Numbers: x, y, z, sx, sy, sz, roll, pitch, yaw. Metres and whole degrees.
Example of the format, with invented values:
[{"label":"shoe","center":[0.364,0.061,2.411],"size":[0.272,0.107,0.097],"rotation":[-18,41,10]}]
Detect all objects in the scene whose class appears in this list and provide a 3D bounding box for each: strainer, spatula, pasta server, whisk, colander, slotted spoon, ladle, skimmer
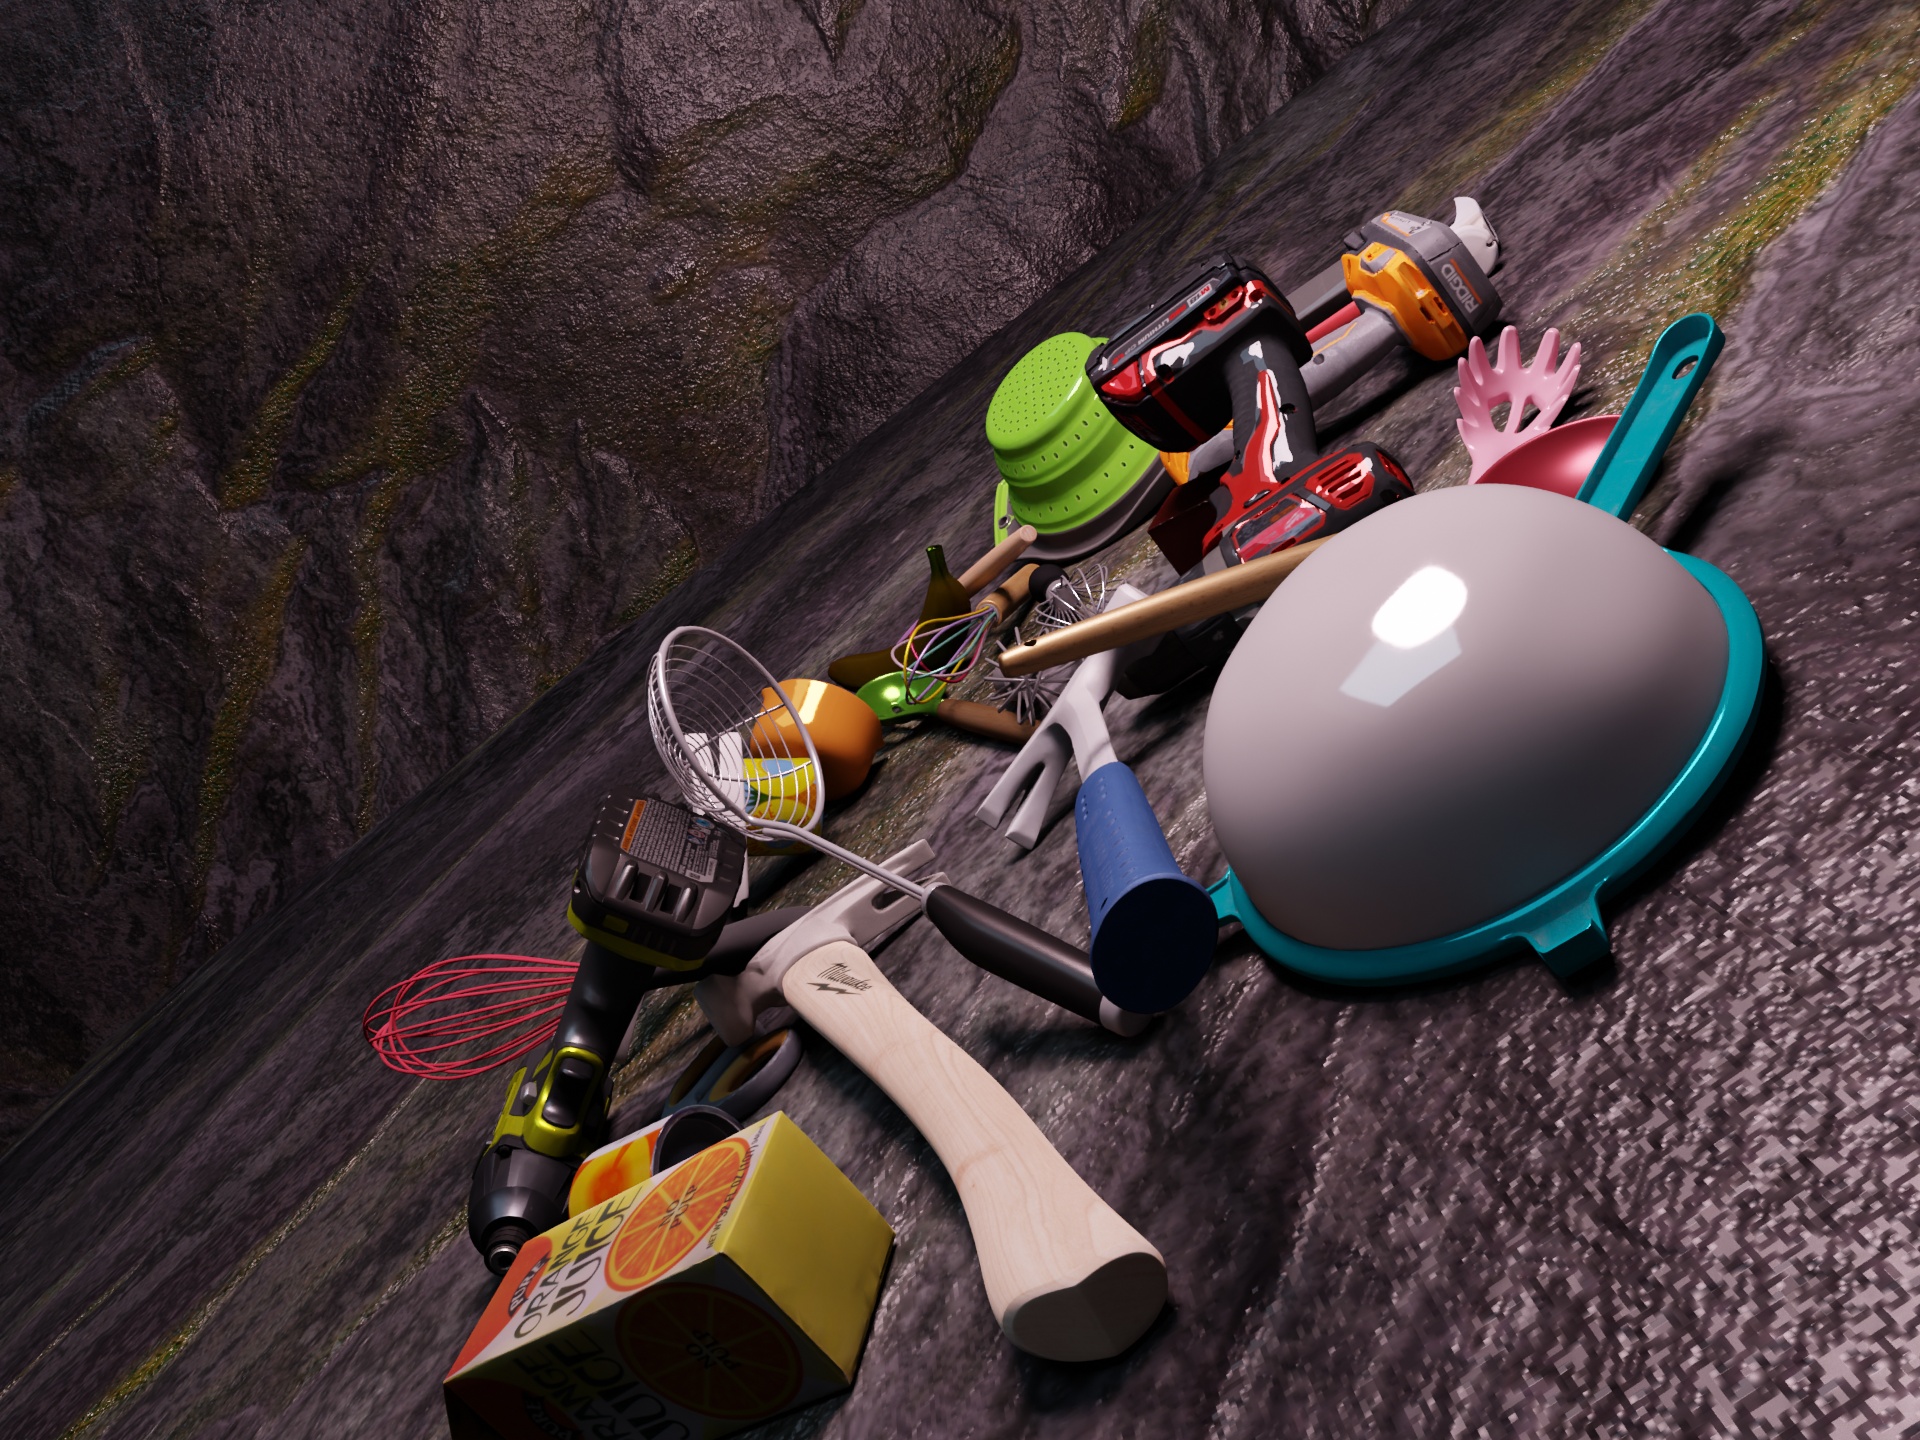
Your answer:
[{"label":"strainer","center":[0.197,-0.063,0.593],"size":[0.340,0.095,0.211],"rotation":[-54,23,-22]},{"label":"spatula","center":[-0.002,-0.098,1.235],"size":[0.060,0.018,0.316],"rotation":[-43,4,-21]},{"label":"pasta server","center":[0.240,-0.096,0.753],"size":[0.060,0.040,0.316],"rotation":[10,44,25]},{"label":"whisk","center":[-0.214,0.155,0.929],"size":[0.296,0.073,0.073],"rotation":[-15,20,8]},{"label":"colander","center":[0.147,-0.270,1.203],"size":[0.397,0.094,0.205],"rotation":[-32,39,31]},{"label":"whisk","center":[0.013,-0.072,1.131],"size":[0.051,0.047,0.245],"rotation":[-29,8,31]},{"label":"slotted spoon","center":[-0.002,-0.003,1.059],"size":[0.070,0.031,0.314],"rotation":[-26,14,-17]},{"label":"whisk","center":[0.035,-0.027,0.946],"size":[0.055,0.055,0.239],"rotation":[-39,2,-1]},{"label":"ladle","center":[0.164,-0.074,0.703],"size":[0.315,0.031,0.069],"rotation":[-19,26,-9]},{"label":"skimmer","center":[-0.033,0.040,0.742],"size":[0.364,0.127,0.090],"rotation":[21,78,47]},{"label":"whisk","center":[0.074,-0.079,1.057],"size":[0.070,0.070,0.285],"rotation":[-38,11,4]}]

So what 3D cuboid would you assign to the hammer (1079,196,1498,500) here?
[{"label":"hammer","center":[0.238,-0.276,1.249],"size":[0.386,0.038,0.143],"rotation":[-31,17,27]}]

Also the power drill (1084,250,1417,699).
[{"label":"power drill","center":[0.139,-0.131,0.884],"size":[0.188,0.080,0.227],"rotation":[-35,46,24]}]

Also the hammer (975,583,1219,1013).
[{"label":"hammer","center":[0.056,0.031,0.646],"size":[0.144,0.035,0.405],"rotation":[-58,5,10]}]

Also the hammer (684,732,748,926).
[{"label":"hammer","center":[-0.189,0.087,1.109],"size":[0.035,0.146,0.335],"rotation":[-1,-2,-17]}]

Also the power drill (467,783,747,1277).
[{"label":"power drill","center":[-0.188,0.160,0.817],"size":[0.171,0.080,0.223],"rotation":[-107,40,-74]}]

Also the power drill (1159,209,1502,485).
[{"label":"power drill","center":[0.230,-0.237,1.068],"size":[0.226,0.084,0.164],"rotation":[-40,21,11]}]

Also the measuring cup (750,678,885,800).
[{"label":"measuring cup","center":[-0.119,0.038,1.148],"size":[0.173,0.095,0.052],"rotation":[-53,16,52]}]

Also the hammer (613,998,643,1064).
[{"label":"hammer","center":[-0.240,0.144,1.125],"size":[0.337,0.034,0.127],"rotation":[-177,105,-76]}]

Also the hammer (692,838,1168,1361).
[{"label":"hammer","center":[-0.010,0.139,0.662],"size":[0.146,0.038,0.411],"rotation":[-34,17,-12]}]
